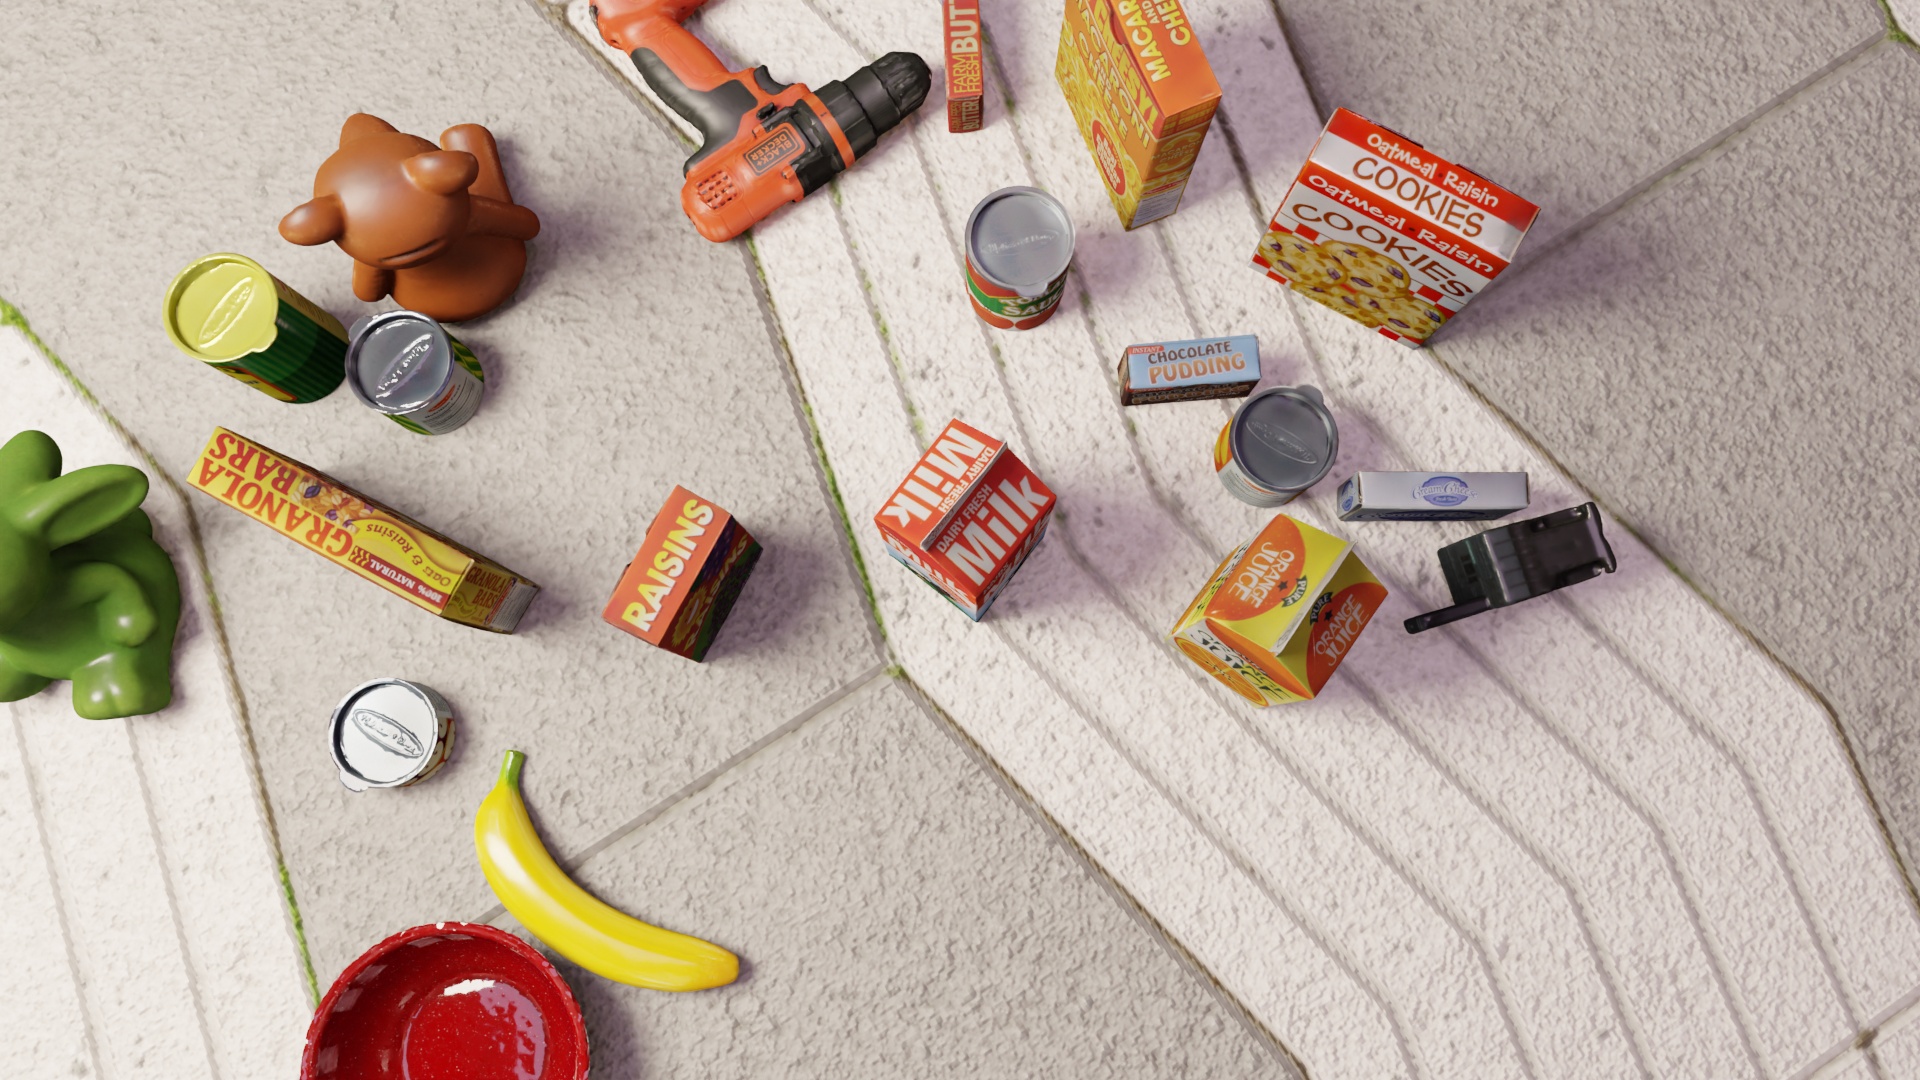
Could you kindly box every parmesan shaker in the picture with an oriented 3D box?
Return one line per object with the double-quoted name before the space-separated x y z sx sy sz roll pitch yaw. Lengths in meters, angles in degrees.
"parmesan shaker" -0.424 -0.125 0.848 0.071 0.103 0.071 0 81 0

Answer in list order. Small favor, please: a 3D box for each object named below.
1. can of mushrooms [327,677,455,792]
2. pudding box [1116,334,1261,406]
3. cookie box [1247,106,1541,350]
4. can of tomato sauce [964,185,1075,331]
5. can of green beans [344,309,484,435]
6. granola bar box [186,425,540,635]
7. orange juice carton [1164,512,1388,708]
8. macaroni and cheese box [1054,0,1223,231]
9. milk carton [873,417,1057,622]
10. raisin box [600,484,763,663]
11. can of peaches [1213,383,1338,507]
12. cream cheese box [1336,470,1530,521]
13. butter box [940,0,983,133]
"can of mushrooms" -0.346 0.119 0.843 0.071 0.033 0.071 0 80 0
"pudding box" 0.144 -0.107 0.874 0.084 0.049 0.030 -4 81 -1
"cookie box" 0.250 -0.181 0.827 0.123 0.167 0.040 28 82 4
"can of tomato sauce" 0.036 -0.172 0.868 0.071 0.083 0.071 0 81 0
"can of green beans" -0.339 -0.104 0.868 0.071 0.057 0.071 0 81 0
"granola bar box" -0.345 -0.001 0.817 0.165 0.124 0.039 27 82 4
"orange juice carton" 0.176 0.042 0.777 0.073 0.192 0.072 37 83 5
"macaroni and cheese box" 0.103 -0.277 0.844 0.040 0.166 0.124 -22 82 -3
"milk carton" 0.003 -0.010 0.786 0.073 0.190 0.072 38 83 6
"raisin box" -0.160 0.022 0.814 0.040 0.123 0.086 28 82 4
"can of peaches" 0.196 -0.059 0.862 0.071 0.058 0.071 0 81 0
"cream cheese box" 0.290 -0.027 0.859 0.104 0.053 0.024 0 81 0
"butter box" 0.001 -0.325 0.909 0.024 0.053 0.103 -3 81 0
